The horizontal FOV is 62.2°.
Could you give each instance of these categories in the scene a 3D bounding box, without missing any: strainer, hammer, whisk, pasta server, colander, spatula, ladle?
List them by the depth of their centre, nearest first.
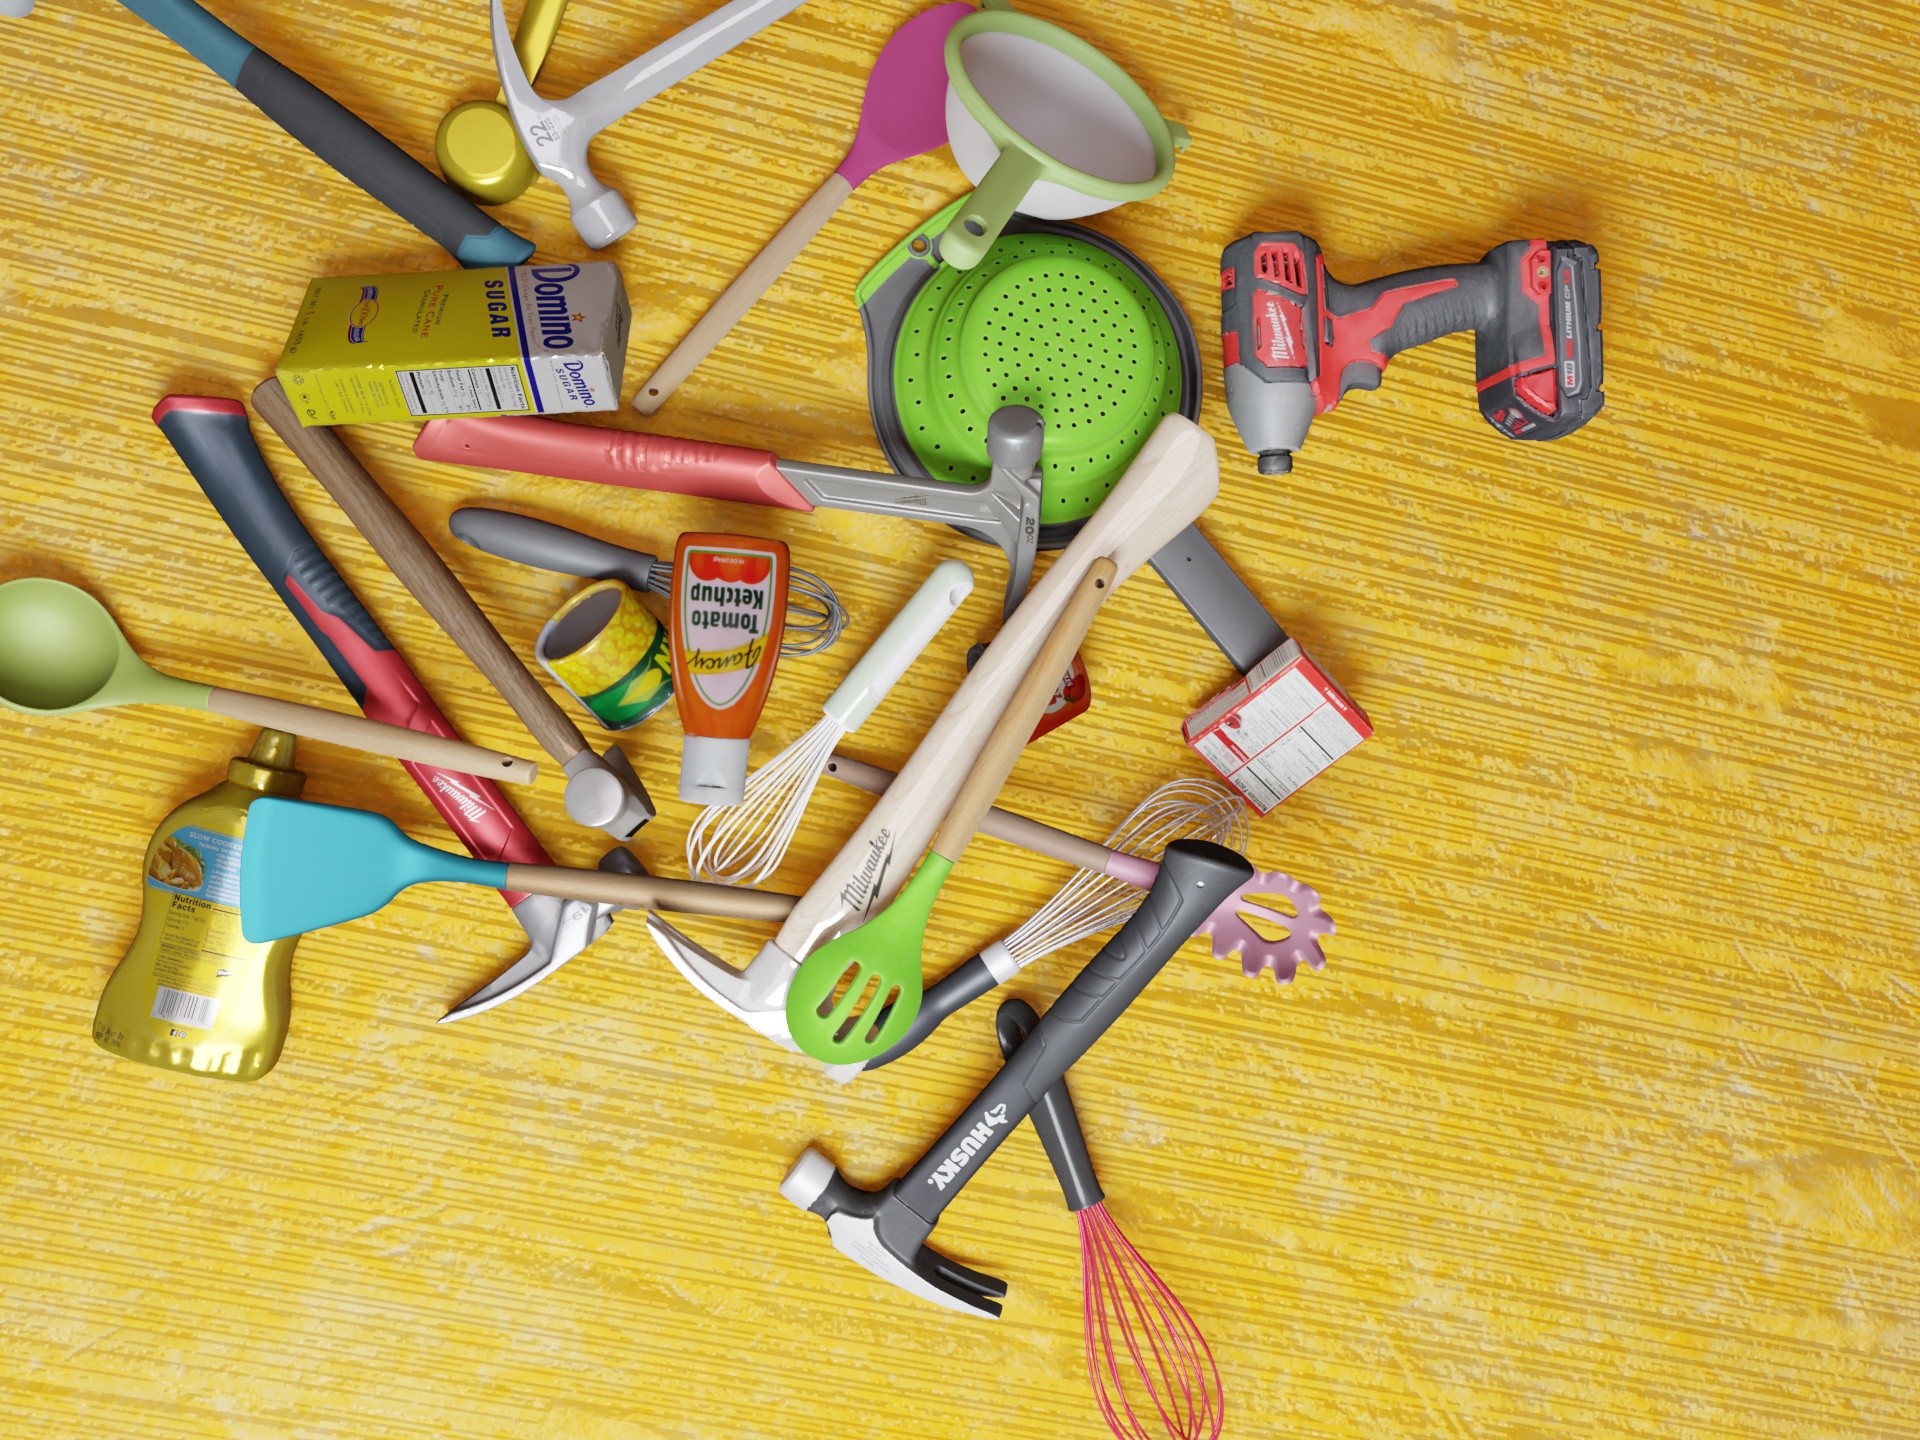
[{"bbox_3d":[-0.385,-0.012,0.863,0.320,0.062,0.078,13,61,6],"label":"ladle"},{"bbox_3d":[-0.001,-0.003,0.879,0.146,0.038,0.410,37,90,-12],"label":"hammer"},{"bbox_3d":[-0.226,0.094,0.879,0.317,0.044,0.082,7,100,-7],"label":"spatula"},{"bbox_3d":[-0.386,-0.353,0.887,0.331,0.033,0.128,36,130,-12],"label":"hammer"},{"bbox_3d":[-0.284,-0.063,0.889,0.031,0.130,0.331,-41,83,-5],"label":"hammer"},{"bbox_3d":[0.029,-0.303,0.893,0.151,0.069,0.256,33,47,-7],"label":"strainer"},{"bbox_3d":[0.048,0.197,0.893,0.146,0.035,0.334,38,108,-1],"label":"hammer"},{"bbox_3d":[-0.344,-0.014,0.908,0.143,0.038,0.386,-36,94,-4],"label":"hammer"},{"bbox_3d":[0.058,0.072,0.908,0.316,0.040,0.060,19,97,13],"label":"pasta server"},{"bbox_3d":[-0.132,-0.135,0.914,0.359,0.149,0.037,8,49,3],"label":"hammer"},{"bbox_3d":[-0.075,0.005,0.916,0.246,0.057,0.059,-50,57,6],"label":"whisk"},{"bbox_3d":[-0.181,-0.085,0.927,0.239,0.055,0.055,15,88,-2],"label":"whisk"},{"bbox_3d":[-0.086,-0.444,0.931,0.405,0.035,0.144,-35,111,-8],"label":"hammer"},{"bbox_3d":[0.103,-0.143,0.933,0.204,0.094,0.397,-41,94,-5],"label":"colander"},{"bbox_3d":[0.082,0.306,0.946,0.073,0.073,0.296,-21,86,-6],"label":"whisk"},{"bbox_3d":[0.051,0.126,0.949,0.284,0.070,0.070,-33,93,-1],"label":"whisk"}]

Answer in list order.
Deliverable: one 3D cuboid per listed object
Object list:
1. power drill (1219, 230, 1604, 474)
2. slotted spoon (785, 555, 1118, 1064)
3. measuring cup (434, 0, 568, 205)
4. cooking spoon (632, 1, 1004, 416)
[{"bbox_3d":[0.267,-0.222,0.965,0.219,0.078,0.143,-1,90,-4],"label":"power drill"},{"bbox_3d":[0.002,0.049,0.854,0.070,0.031,0.314,30,89,-14],"label":"slotted spoon"},{"bbox_3d":[-0.259,-0.377,0.924,0.062,0.029,0.156,21,90,-6],"label":"measuring cup"},{"bbox_3d":[-0.087,-0.303,0.950,0.068,0.017,0.319,42,85,-12],"label":"cooking spoon"}]
